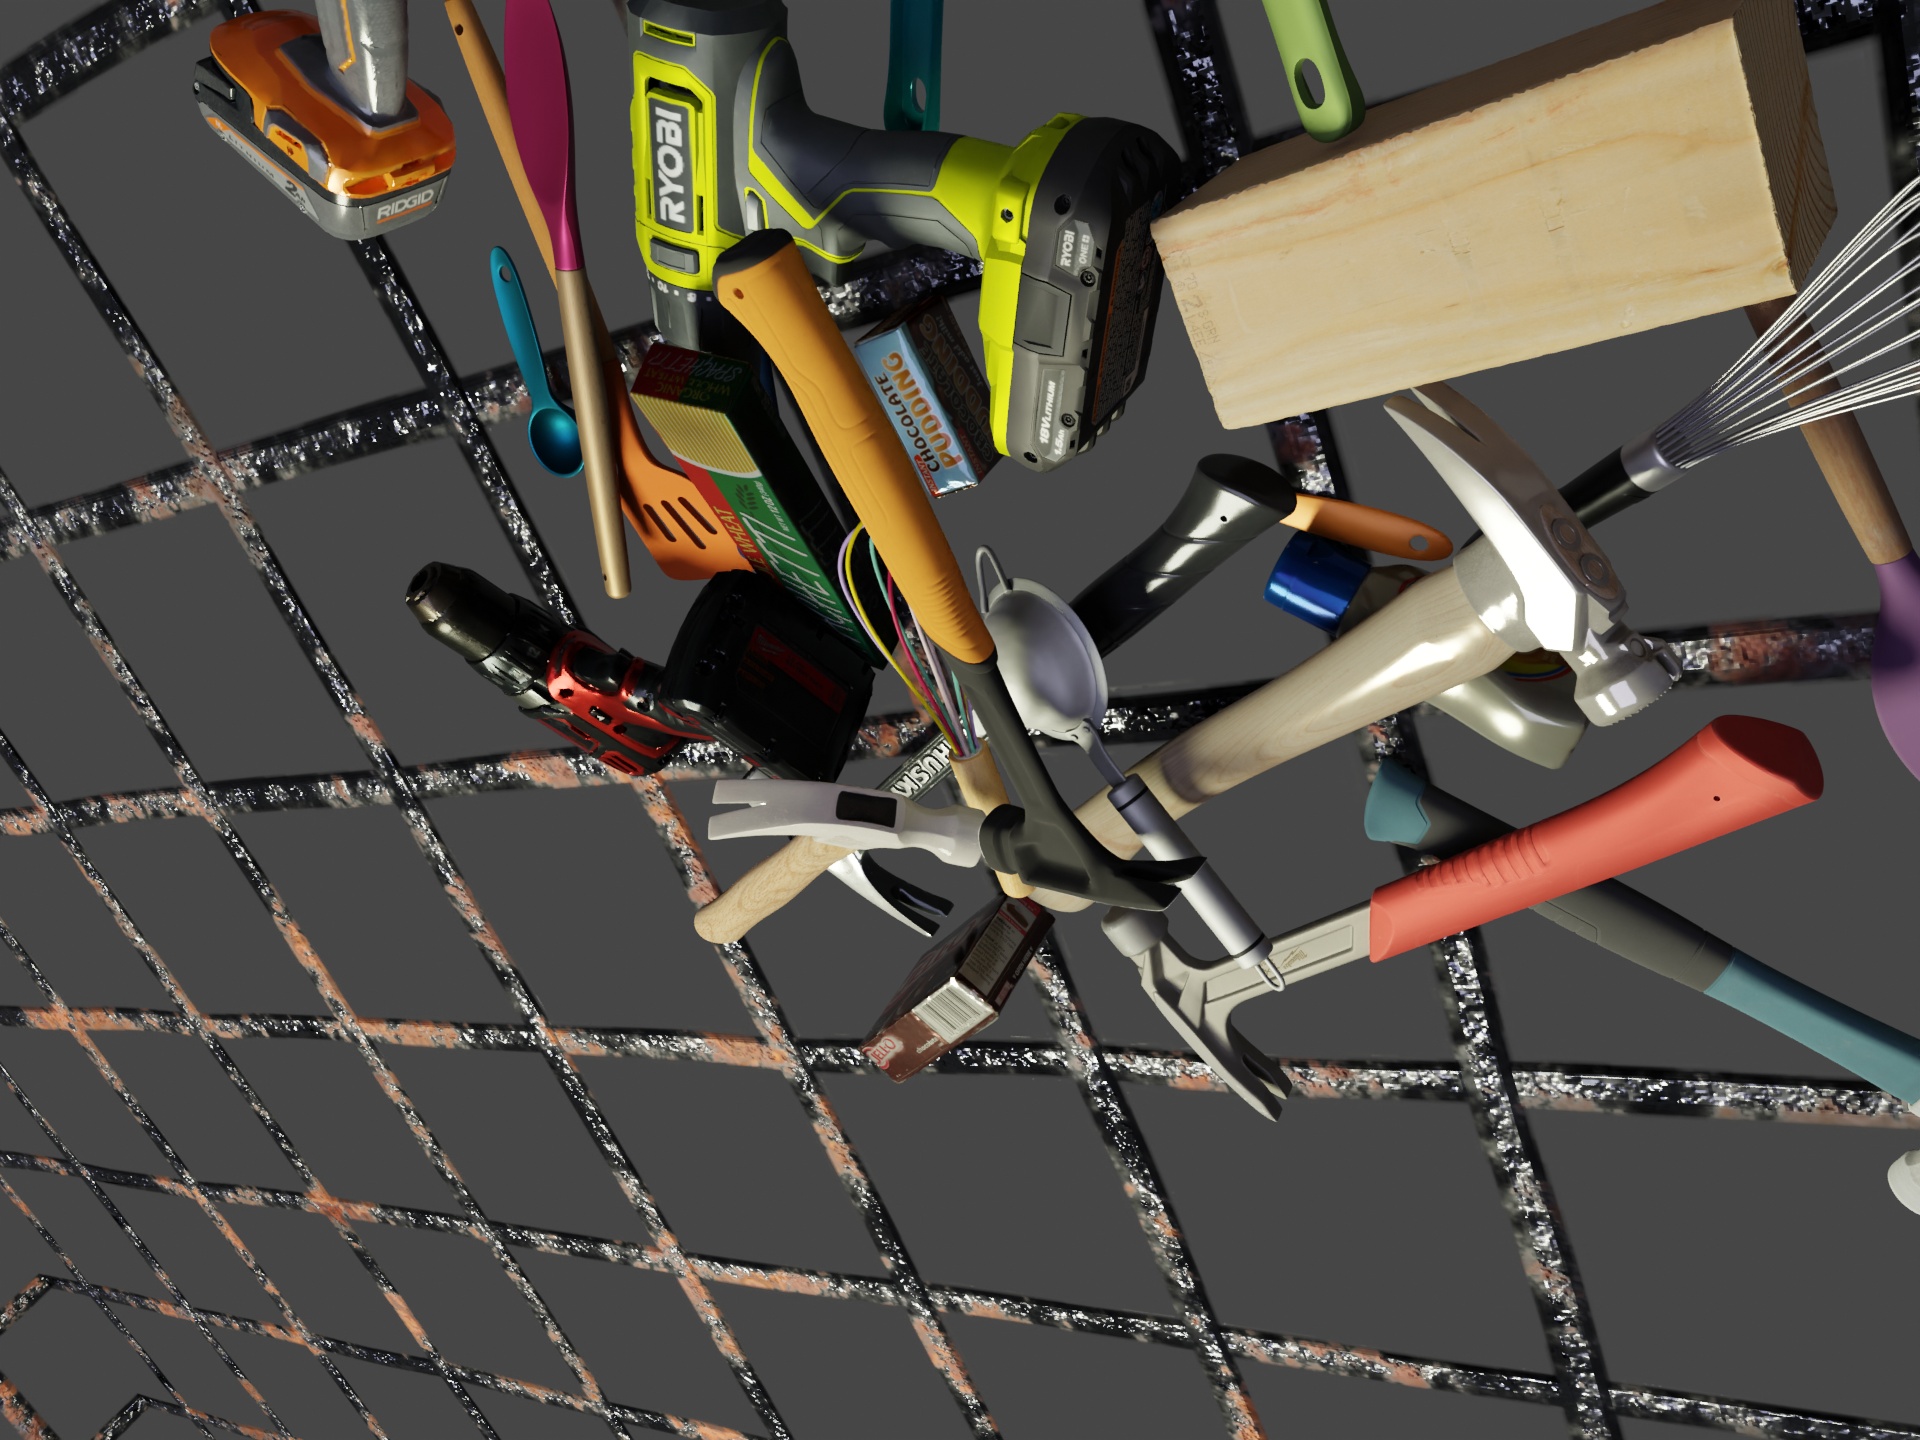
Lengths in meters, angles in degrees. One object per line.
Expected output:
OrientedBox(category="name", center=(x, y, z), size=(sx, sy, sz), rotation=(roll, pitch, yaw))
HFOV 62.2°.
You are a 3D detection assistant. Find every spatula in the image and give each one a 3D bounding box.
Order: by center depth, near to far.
OrientedBox(category="spatula", center=(0.346, -0.085, 0.612), size=(0.060, 0.018, 0.315), rotation=(-15, 114, 51))
OrientedBox(category="spatula", center=(-0.193, -0.215, 0.841), size=(0.081, 0.041, 0.322), rotation=(-6, 115, 32))

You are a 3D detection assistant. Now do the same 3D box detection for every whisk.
OrientedBox(category="whisk", center=(0.281, -0.112, 0.583), size=(0.070, 0.070, 0.284), rotation=(44, 146, -4))
OrientedBox(category="whisk", center=(0.001, -0.003, 0.810), size=(0.051, 0.047, 0.244), rotation=(10, 135, 39))

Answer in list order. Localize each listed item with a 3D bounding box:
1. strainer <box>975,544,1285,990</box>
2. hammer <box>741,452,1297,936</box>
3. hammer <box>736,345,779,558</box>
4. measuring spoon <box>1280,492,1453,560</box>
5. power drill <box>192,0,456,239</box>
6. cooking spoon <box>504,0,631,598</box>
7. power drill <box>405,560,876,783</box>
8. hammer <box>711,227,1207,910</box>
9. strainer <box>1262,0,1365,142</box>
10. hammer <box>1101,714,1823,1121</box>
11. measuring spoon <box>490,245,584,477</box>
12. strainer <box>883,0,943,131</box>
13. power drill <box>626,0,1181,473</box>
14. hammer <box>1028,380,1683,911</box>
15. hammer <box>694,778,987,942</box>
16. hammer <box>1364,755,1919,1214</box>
OrientedBox(category="strainer", center=(0.074, 0.029, 0.762), size=(0.258, 0.050, 0.087), rotation=(52, 148, 0))
OrientedBox(category="hammer", center=(0.028, -0.008, 0.839), size=(0.149, 0.036, 0.409), rotation=(44, 135, -5))
OrientedBox(category="hammer", center=(-0.124, -0.263, 0.752), size=(0.144, 0.035, 0.405), rotation=(11, 127, 24))
OrientedBox(category="measuring spoon", center=(0.164, -0.090, 0.721), size=(0.117, 0.011, 0.021), rotation=(18, 130, 20))
OrientedBox(category="power drill", center=(-0.299, -0.361, 0.741), size=(0.164, 0.084, 0.226), rotation=(42, 139, 7))
OrientedBox(category="cooking spoon", center=(-0.194, -0.205, 0.805), size=(0.069, 0.017, 0.318), rotation=(35, 137, 43))
OrientedBox(category="power drill", center=(-0.181, -0.030, 0.871), size=(0.227, 0.080, 0.187), rotation=(1, 152, 43))
OrientedBox(category="hammer", center=(-0.006, -0.053, 0.683), size=(0.127, 0.034, 0.336), rotation=(8, 135, 50))
OrientedBox(category="strainer", center=(0.102, -0.329, 0.533), size=(0.151, 0.069, 0.256), rotation=(6, 125, 57))
OrientedBox(category="hammer", center=(0.231, 0.093, 0.754), size=(0.149, 0.037, 0.359), rotation=(48, 135, -9))
OrientedBox(category="measuring spoon", center=(-0.231, -0.199, 0.883), size=(0.042, 0.021, 0.128), rotation=(-2, 112, 33))
OrientedBox(category="strainer", center=(-0.041, -0.353, 0.563), size=(0.211, 0.095, 0.340), rotation=(41, 147, 29))
OrientedBox(category="power drill", center=(-0.036, -0.189, 0.664), size=(0.228, 0.080, 0.190), rotation=(22, 133, 18))
OrientedBox(category="hammer", center=(0.126, 0.003, 0.743), size=(0.146, 0.038, 0.410), rotation=(53, 145, 2))
OrientedBox(category="hammer", center=(-0.106, 0.089, 0.924), size=(0.130, 0.031, 0.331), rotation=(13, 159, -18))
OrientedBox(category="hammer", center=(0.341, 0.111, 0.746), size=(0.331, 0.033, 0.128), rotation=(28, 133, 11))
